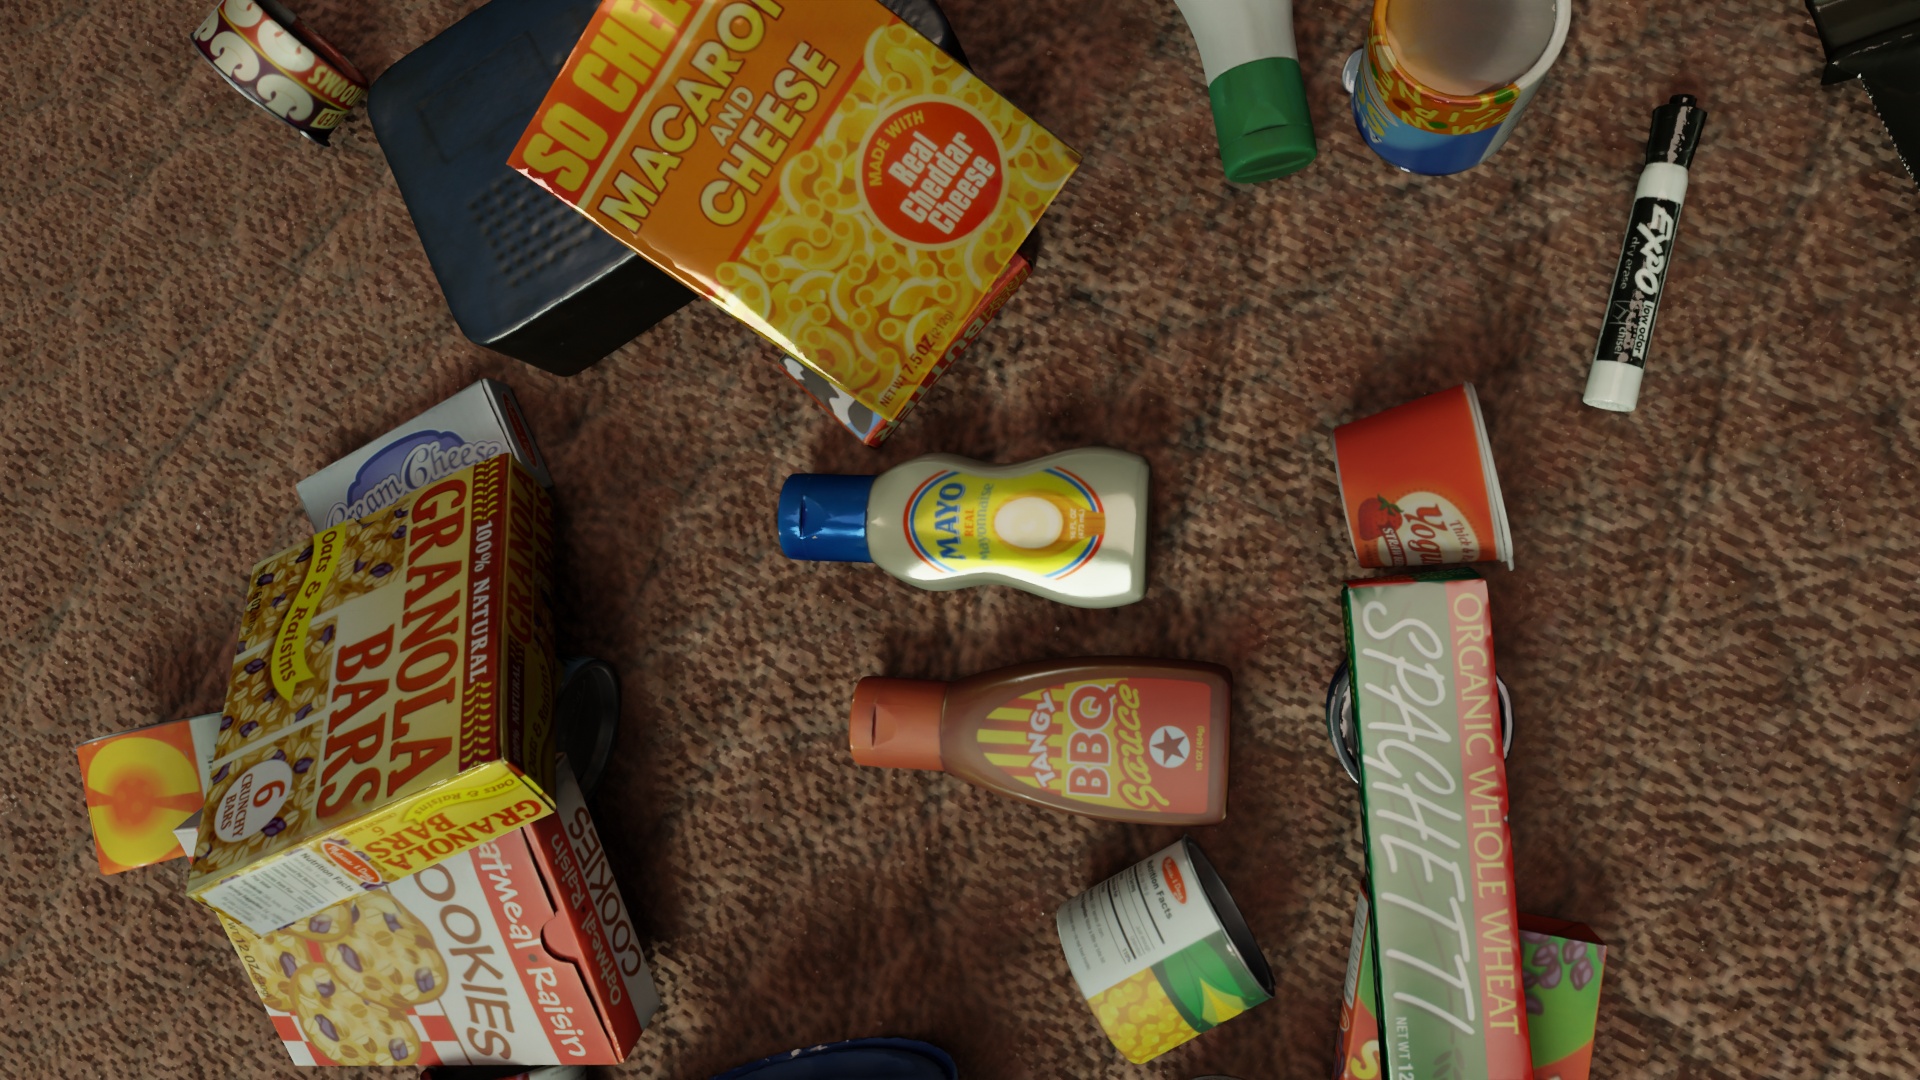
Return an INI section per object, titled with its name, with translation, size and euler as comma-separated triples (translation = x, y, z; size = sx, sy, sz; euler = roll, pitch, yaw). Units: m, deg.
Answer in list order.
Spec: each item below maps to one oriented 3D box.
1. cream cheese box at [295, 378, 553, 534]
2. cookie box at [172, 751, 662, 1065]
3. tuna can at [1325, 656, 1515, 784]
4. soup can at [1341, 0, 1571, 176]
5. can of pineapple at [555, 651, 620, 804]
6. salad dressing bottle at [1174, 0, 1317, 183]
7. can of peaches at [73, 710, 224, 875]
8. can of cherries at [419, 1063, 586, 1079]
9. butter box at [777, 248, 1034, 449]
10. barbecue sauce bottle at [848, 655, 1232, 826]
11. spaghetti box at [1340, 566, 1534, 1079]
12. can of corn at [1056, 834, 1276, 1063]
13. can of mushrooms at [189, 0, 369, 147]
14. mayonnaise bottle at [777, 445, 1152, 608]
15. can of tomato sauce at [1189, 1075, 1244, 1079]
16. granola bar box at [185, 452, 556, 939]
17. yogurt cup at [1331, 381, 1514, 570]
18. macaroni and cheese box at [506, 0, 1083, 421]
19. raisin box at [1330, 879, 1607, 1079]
[cream cheese box]
translation = -0.238, -0.024, 0.616
size = 0.104, 0.024, 0.053
euler = -27, 83, 9
[cookie box]
translation = -0.218, 0.153, 0.562
size = 0.167, 0.040, 0.122
euler = -8, 111, 19
[tuna can]
translation = 0.172, 0.070, 0.529
size = 0.071, 0.033, 0.071
euler = 0, 88, 11
[soup can]
translation = 0.179, -0.179, 0.513
size = 0.071, 0.084, 0.071
euler = 0, 88, 11
[can of pineapple]
translation = -0.183, 0.076, 0.579
size = 0.058, 0.071, 0.071
euler = 9, 90, 11
[salad dressing bottle]
translation = 0.109, -0.218, 0.548
size = 0.064, 0.044, 0.147
euler = -11, 86, 13
[can of peaches]
translation = -0.347, 0.110, 0.610
size = 0.071, 0.071, 0.058
euler = -15, 86, 10
[can of cherries]
translation = -0.189, 0.244, 0.574
size = 0.071, 0.071, 0.058
euler = -7, 87, 11
[butter box]
translation = -0.022, -0.093, 0.578
size = 0.053, 0.024, 0.103
euler = 43, 96, 9
[barbecue sauce bottle]
translation = 0.032, 0.076, 0.551
size = 0.148, 0.043, 0.065
euler = 2, 89, 11
[spaghetti box]
translation = 0.169, 0.135, 0.489
size = 0.050, 0.028, 0.250
euler = -5, 86, 10
[can of corn]
translation = 0.079, 0.157, 0.528
size = 0.058, 0.071, 0.071
euler = -31, 83, 9
[can of mushrooms]
translation = -0.298, -0.210, 0.615
size = 0.071, 0.071, 0.033
euler = 44, 95, 9
[mayonnaise bottle]
translation = 0.002, -0.007, 0.561
size = 0.148, 0.041, 0.064
euler = 2, 90, 10
[can of tomato sauce]
translation = 0.097, 0.246, 0.511
size = 0.071, 0.083, 0.071
euler = 0, 88, 11
[granola bar box]
translation = -0.220, 0.052, 0.536
size = 0.124, 0.039, 0.166
euler = -23, 45, 5
[yogurt cup]
translation = 0.171, -0.021, 0.519
size = 0.054, 0.072, 0.072
euler = -12, 86, 18
[macaroni and cheese box]
translation = -0.059, -0.141, 0.511
size = 0.166, 0.040, 0.123
euler = 33, 105, -15
[raisin box]
translation = 0.184, 0.199, 0.519
size = 0.086, 0.040, 0.123
euler = 8, 88, 10
